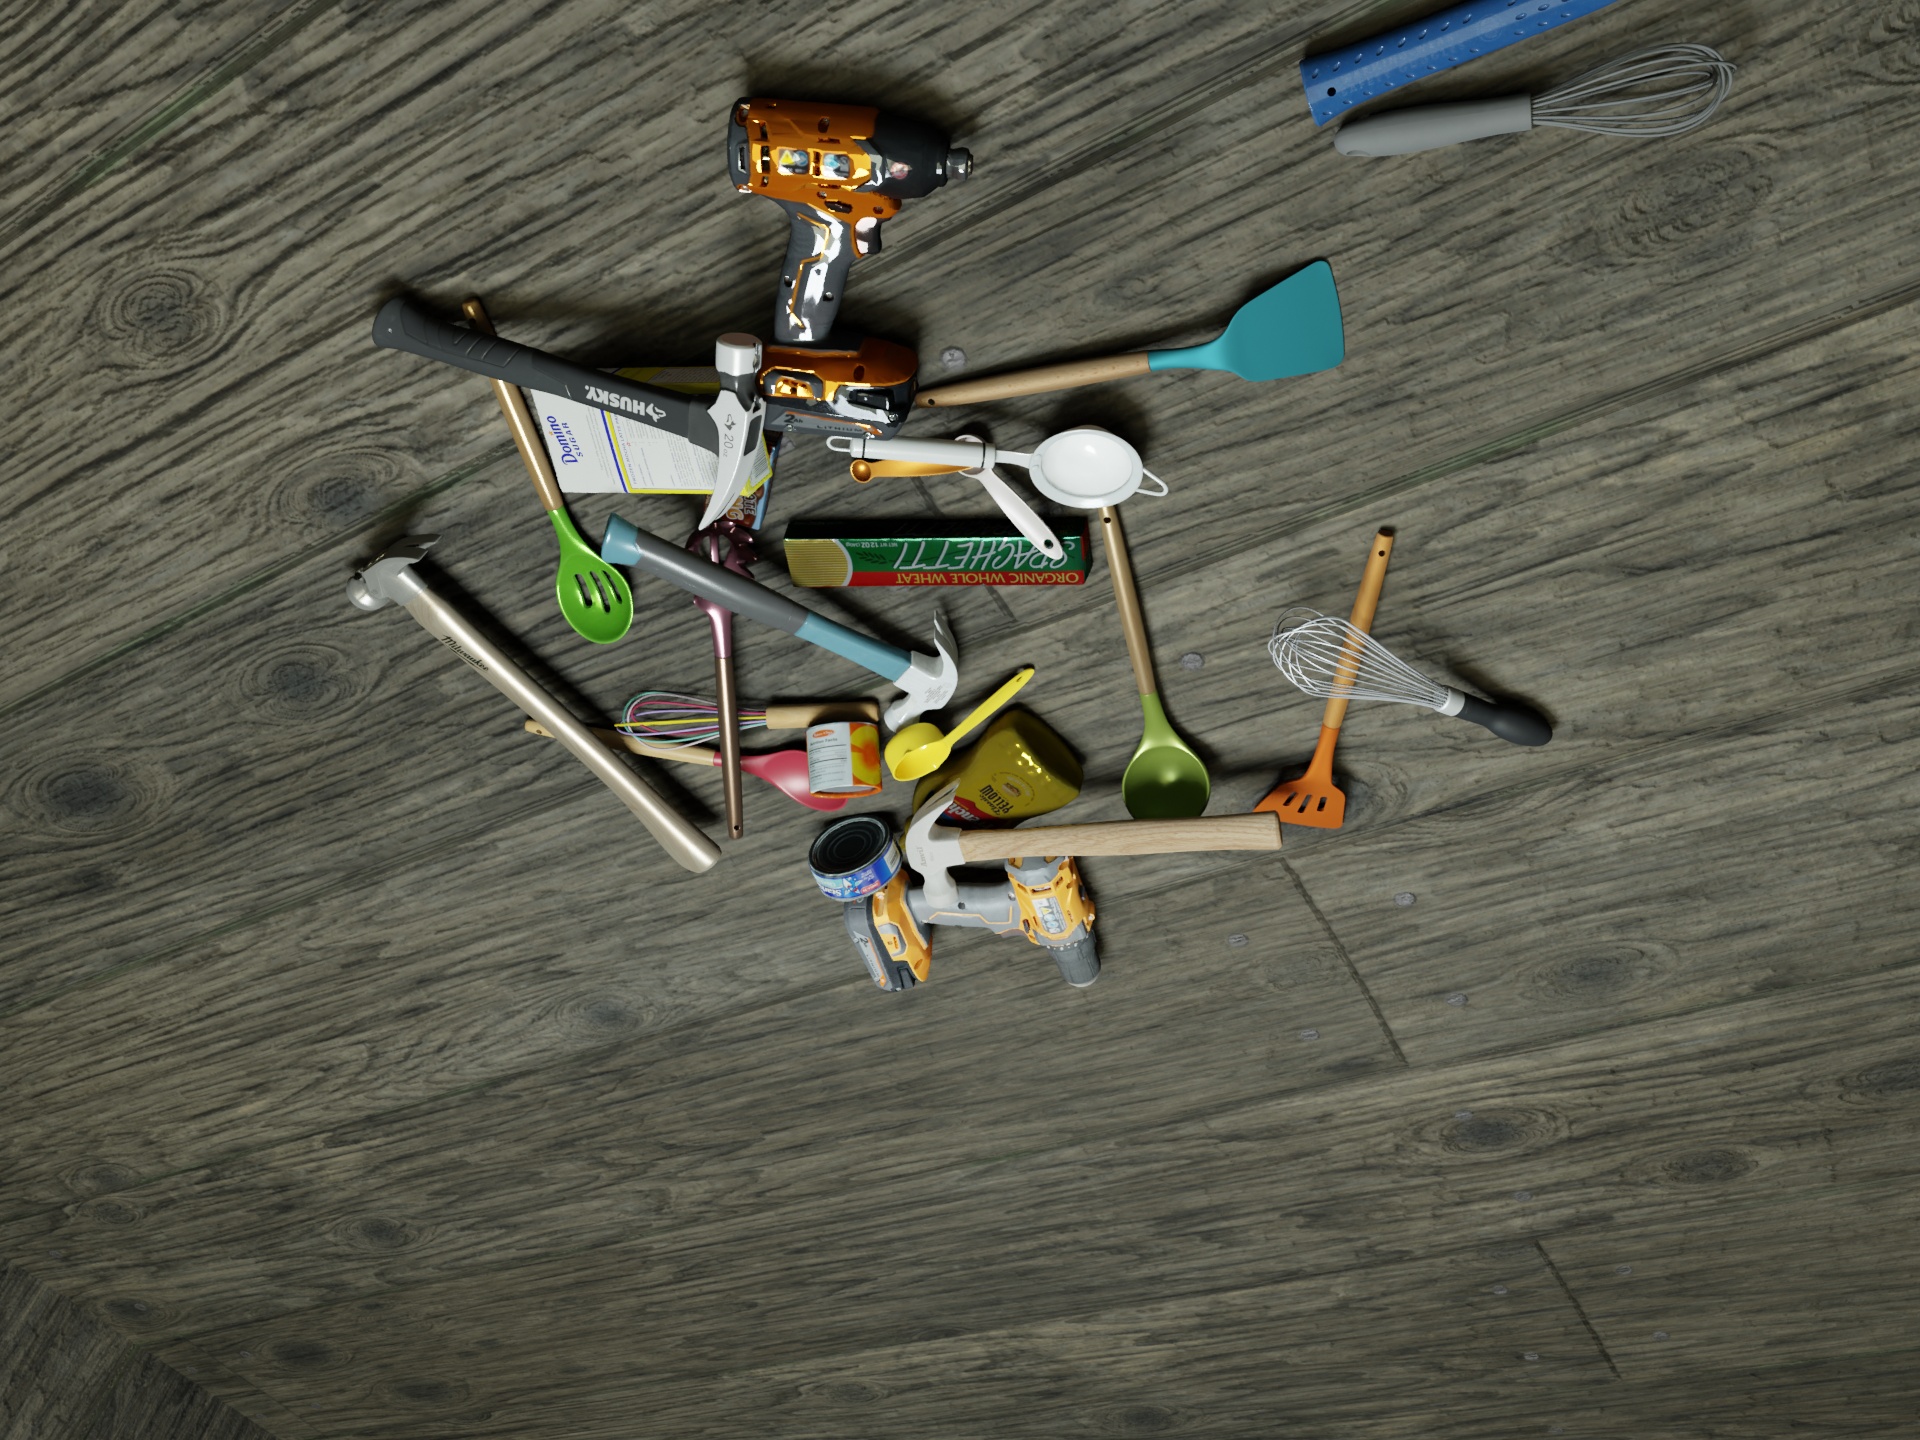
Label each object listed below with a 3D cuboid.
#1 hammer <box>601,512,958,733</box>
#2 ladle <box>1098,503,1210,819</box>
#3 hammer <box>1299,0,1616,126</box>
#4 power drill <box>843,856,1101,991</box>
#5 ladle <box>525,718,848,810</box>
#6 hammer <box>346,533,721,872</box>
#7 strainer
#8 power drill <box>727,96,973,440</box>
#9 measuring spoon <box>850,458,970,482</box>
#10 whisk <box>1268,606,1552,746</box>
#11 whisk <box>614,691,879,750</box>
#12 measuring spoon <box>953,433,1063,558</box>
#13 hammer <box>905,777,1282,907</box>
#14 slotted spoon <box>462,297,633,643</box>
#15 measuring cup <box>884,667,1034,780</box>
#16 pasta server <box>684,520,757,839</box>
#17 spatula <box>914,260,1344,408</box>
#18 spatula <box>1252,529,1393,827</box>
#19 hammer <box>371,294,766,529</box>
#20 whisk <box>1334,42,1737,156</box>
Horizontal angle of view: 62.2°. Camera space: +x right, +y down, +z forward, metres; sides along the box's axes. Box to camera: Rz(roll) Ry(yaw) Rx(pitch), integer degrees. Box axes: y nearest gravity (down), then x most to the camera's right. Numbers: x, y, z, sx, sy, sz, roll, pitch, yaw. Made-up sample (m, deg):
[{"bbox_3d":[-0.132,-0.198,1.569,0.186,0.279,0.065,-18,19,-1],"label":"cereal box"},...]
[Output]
[{"bbox_3d":[-0.145,-0.086,1.312,0.330,0.033,0.128,24,135,-26],"label":"hammer"},{"bbox_3d":[0.151,-0.039,1.328,0.078,0.062,0.319,-6,126,16],"label":"ladle"},{"bbox_3d":[0.402,-0.451,0.938,0.405,0.035,0.143,-14,126,22],"label":"hammer"},{"bbox_3d":[0.021,0.202,1.547,0.226,0.084,0.185,-12,128,14],"label":"power drill"},{"bbox_3d":[-0.255,0.032,1.487,0.315,0.031,0.069,10,131,5],"label":"ladle"},{"bbox_3d":[-0.361,-0.004,1.428,0.146,0.038,0.410,-15,126,48],"label":"hammer"},{"bbox_3d":[0.029,-0.201,1.196,0.258,0.050,0.086,4,147,-7],"label":"strainer"},{"bbox_3d":[-0.076,-0.316,1.120,0.164,0.084,0.226,6,127,5],"label":"power drill"},{"bbox_3d":[-0.033,-0.202,1.243,0.117,0.011,0.021,-3,117,24],"label":"measuring spoon"},{"bbox_3d":[0.366,-0.024,1.276,0.284,0.070,0.070,18,132,-22],"label":"whisk"},{"bbox_3d":[-0.194,-0.004,1.441,0.245,0.051,0.047,-2,151,8],"label":"whisk"},{"bbox_3d":[0.039,-0.175,1.242,0.124,0.018,0.034,48,128,-10],"label":"measuring spoon"},{"bbox_3d":[0.111,0.102,1.387,0.331,0.031,0.129,-5,127,16],"label":"hammer"},{"bbox_3d":[-0.340,-0.199,1.307,0.070,0.031,0.313,-5,127,15],"label":"slotted spoon"},{"bbox_3d":[-0.002,-0.004,1.391,0.156,0.029,0.062,-39,154,12],"label":"measuring cup"},{"bbox_3d":[-0.203,-0.029,1.378,0.060,0.040,0.316,-8,119,-15],"label":"pasta server"},{"bbox_3d":[0.116,-0.263,1.165,0.317,0.044,0.082,-5,130,21],"label":"spatula"},{"bbox_3d":[0.315,-0.022,1.333,0.081,0.041,0.322,9,127,3],"label":"spatula"},{"bbox_3d":[-0.298,-0.251,1.186,0.335,0.035,0.146,19,124,17],"label":"hammer"},{"bbox_3d":[0.357,-0.384,1.002,0.239,0.055,0.055,-2,130,20],"label":"whisk"}]
